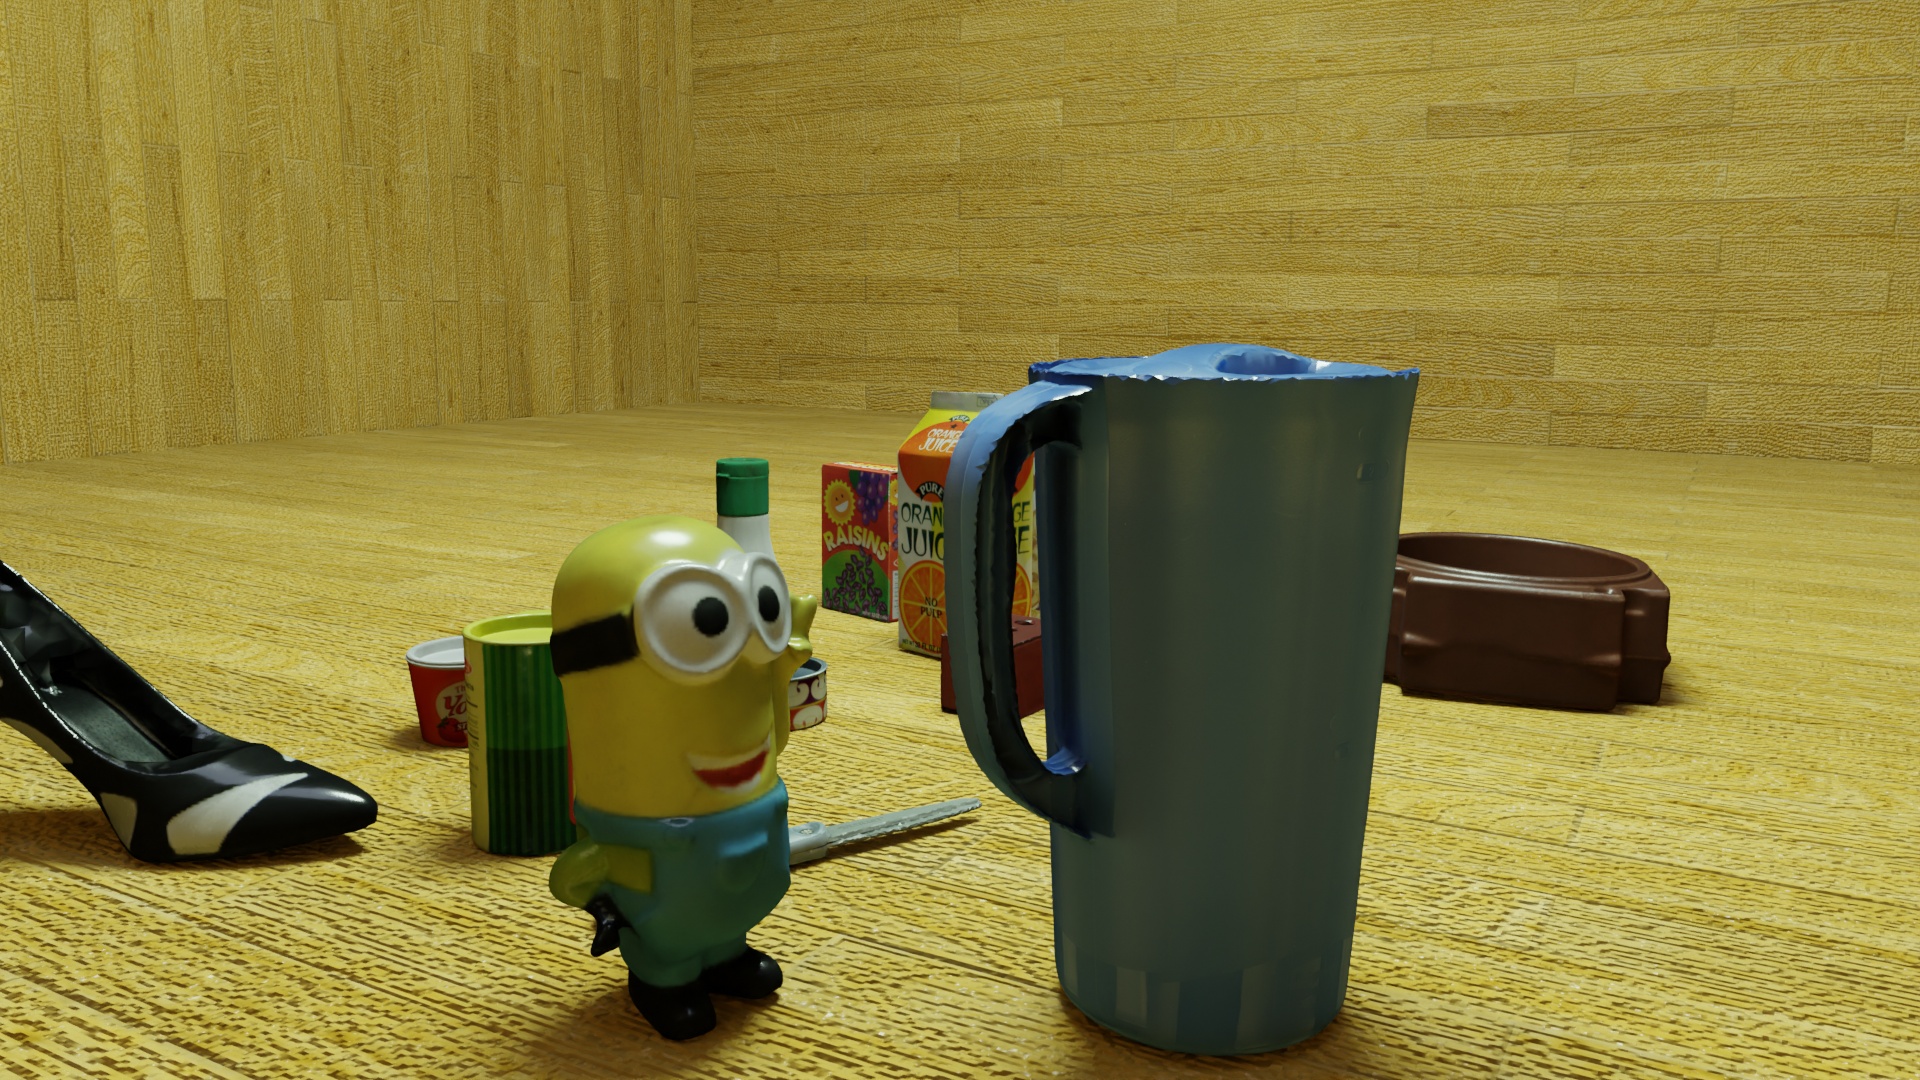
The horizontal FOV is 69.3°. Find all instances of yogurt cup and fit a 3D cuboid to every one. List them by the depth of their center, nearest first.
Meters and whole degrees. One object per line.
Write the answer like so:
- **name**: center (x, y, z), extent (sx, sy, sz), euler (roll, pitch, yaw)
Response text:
- **yogurt cup**: center (-0.291, 0.089, 0.821), extent (0.072, 0.054, 0.072), euler (0, 10, 0)

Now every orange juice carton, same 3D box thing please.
- **orange juice carton**: center (0.004, -0.013, 1.016), extent (0.072, 0.192, 0.073), euler (9, 12, 42)

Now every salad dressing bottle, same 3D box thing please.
- **salad dressing bottle**: center (-0.151, 0.016, 0.972), extent (0.064, 0.147, 0.044), euler (8, 12, 38)

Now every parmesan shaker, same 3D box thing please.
- **parmesan shaker**: center (-0.203, 0.091, 0.670), extent (0.071, 0.103, 0.071), euler (0, 9, 0)

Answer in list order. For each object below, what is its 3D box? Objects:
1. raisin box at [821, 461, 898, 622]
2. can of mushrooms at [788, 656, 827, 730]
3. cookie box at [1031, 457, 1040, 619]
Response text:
- **raisin box**: center (-0.074, -0.001, 1.148), extent (0.086, 0.123, 0.040), euler (9, 13, 44)
- **can of mushrooms**: center (-0.116, 0.094, 0.859), extent (0.071, 0.033, 0.071), euler (0, 10, 0)
- **cookie box**: center (0.071, -0.015, 1.109), extent (0.123, 0.167, 0.040), euler (-4, 10, -25)
